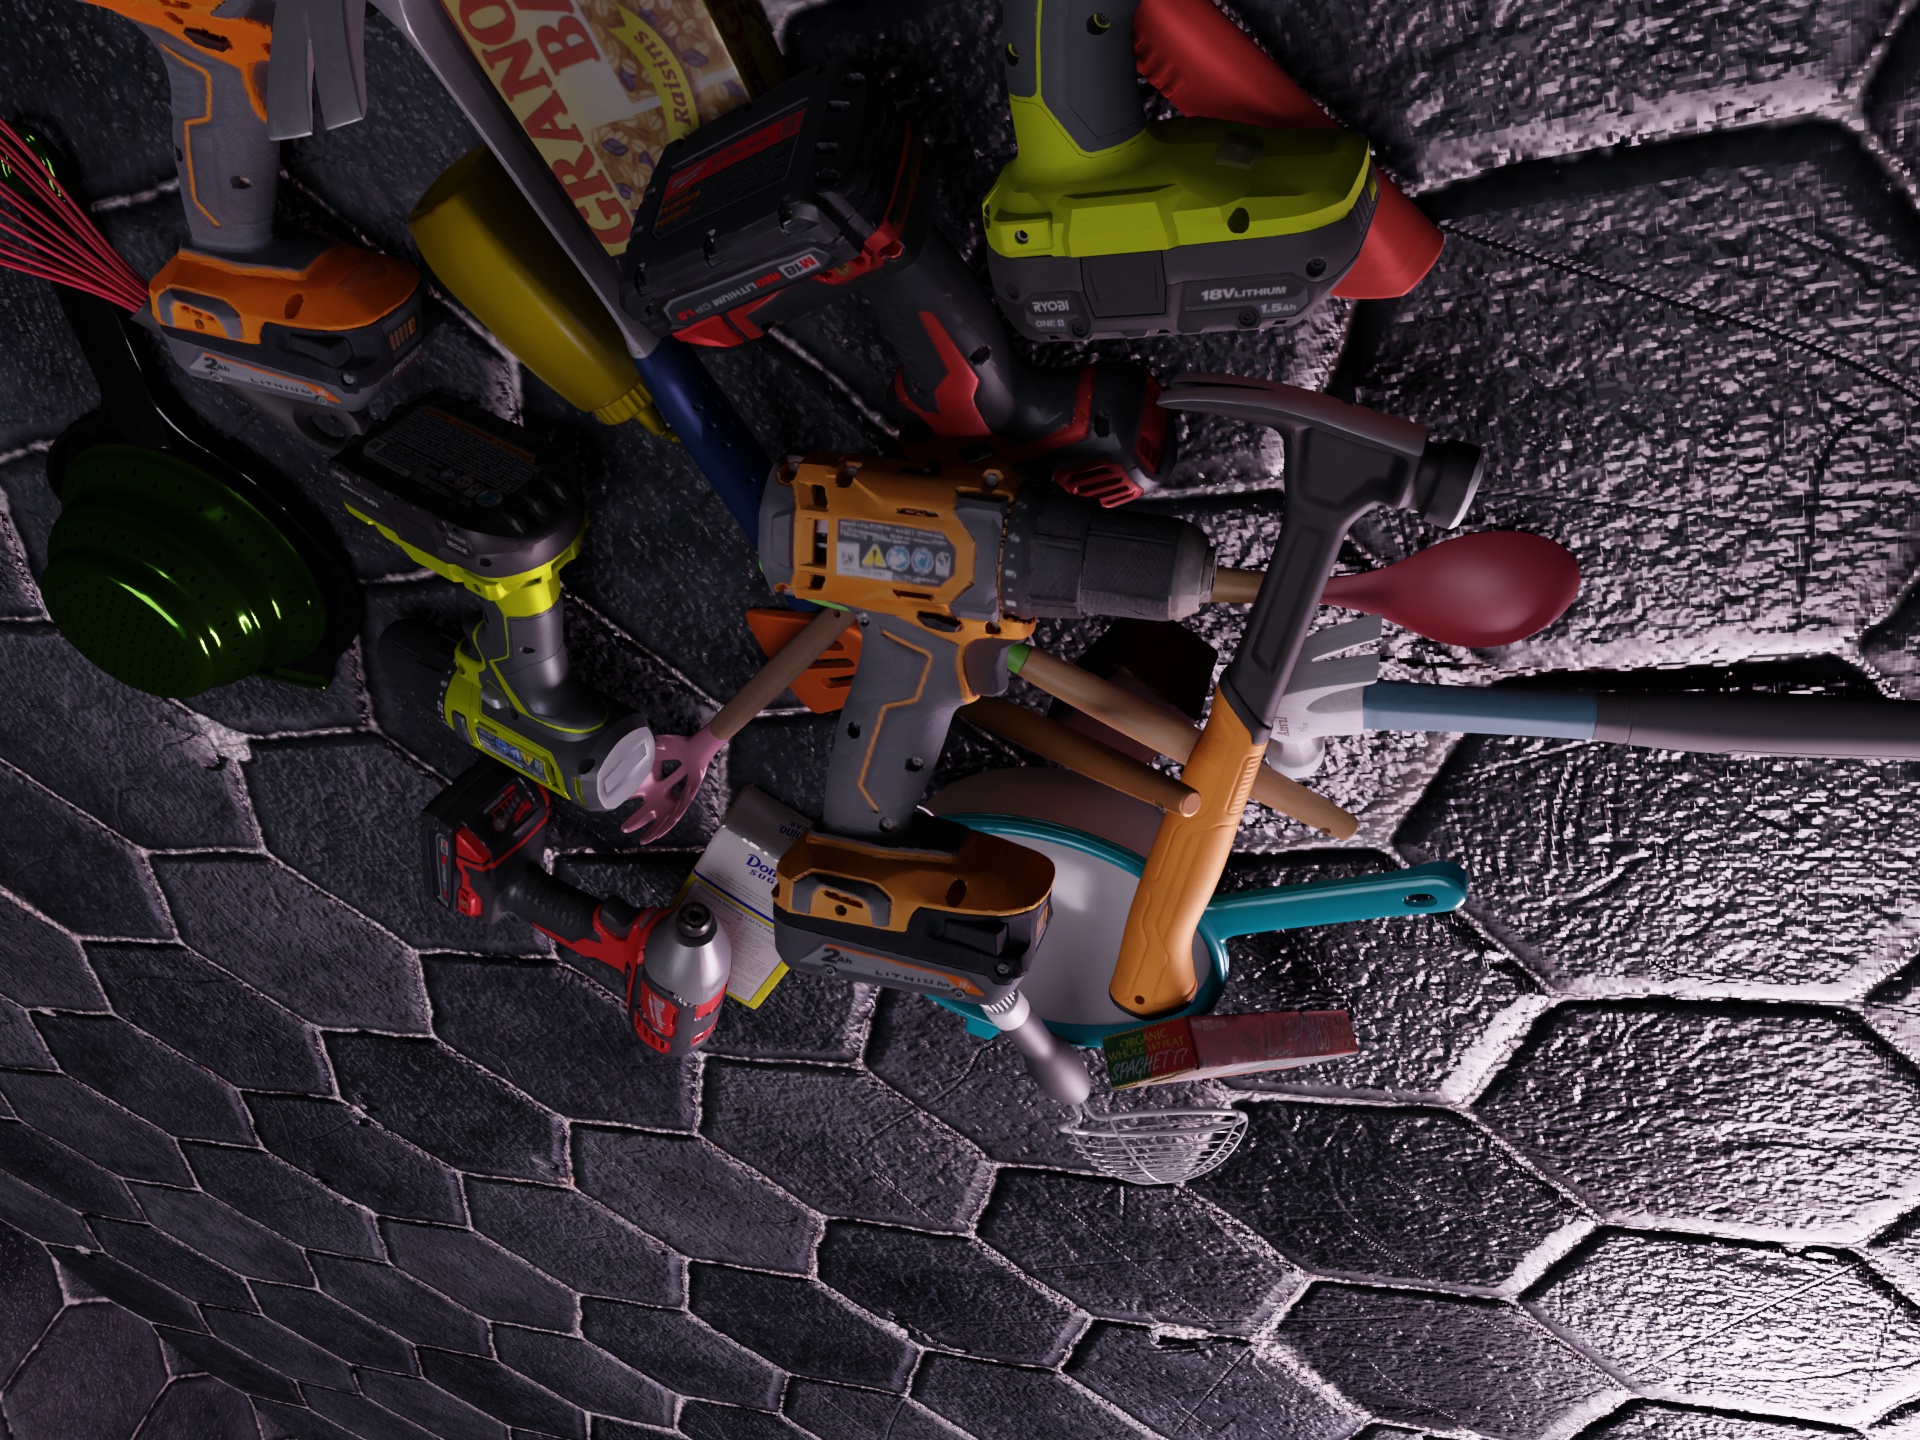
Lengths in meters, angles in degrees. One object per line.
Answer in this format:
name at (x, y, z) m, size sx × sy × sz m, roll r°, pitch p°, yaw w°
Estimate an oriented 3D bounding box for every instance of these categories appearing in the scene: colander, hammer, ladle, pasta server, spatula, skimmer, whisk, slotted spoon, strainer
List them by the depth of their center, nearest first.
hammer at (0.042, -0.282, 0.552) m, size 0.359 × 0.037 × 0.149 m, roll 38°, pitch 138°, yaw -15°
hammer at (-0.136, -0.161, 0.654) m, size 0.035 × 0.144 × 0.405 m, roll -4°, pitch 151°, yaw 18°
hammer at (0.114, 0.009, 0.716) m, size 0.127 × 0.034 × 0.336 m, roll 20°, pitch 127°, yaw 10°
hammer at (0.300, -0.001, 0.718) m, size 0.331 × 0.033 × 0.128 m, roll 3°, pitch 157°, yaw 17°
ladle at (0.124, -0.066, 0.754) m, size 0.315 × 0.031 × 0.069 m, roll 6°, pitch 139°, yaw 22°
slotted spoon at (0.052, -0.017, 0.756) m, size 0.313 × 0.031 × 0.070 m, roll 27°, pitch 156°, yaw -7°
whisk at (-0.425, -0.222, 0.792) m, size 0.073 × 0.073 × 0.295 m, roll -19°, pitch 137°, yaw 39°
spatula at (-0.001, -0.003, 0.796) m, size 0.323 × 0.041 × 0.081 m, roll 25°, pitch 152°, yaw 50°
whisk at (0.012, 0.138, 0.860) m, size 0.070 × 0.070 × 0.284 m, roll -5°, pitch 140°, yaw 29°
strainer at (0.106, 0.080, 0.868) m, size 0.340 × 0.095 × 0.210 m, roll -11°, pitch 132°, yaw 31°
pasta server at (-0.132, -0.002, 0.904) m, size 0.060 × 0.040 × 0.316 m, roll 59°, pitch 143°, yaw 4°
colander at (-0.480, -0.136, 0.906) m, size 0.204 × 0.095 × 0.396 m, roll 14°, pitch 139°, yaw 11°
skimmer at (0.050, 0.178, 1.047) m, size 0.127 × 0.090 × 0.363 m, roll -24°, pitch 111°, yaw 45°

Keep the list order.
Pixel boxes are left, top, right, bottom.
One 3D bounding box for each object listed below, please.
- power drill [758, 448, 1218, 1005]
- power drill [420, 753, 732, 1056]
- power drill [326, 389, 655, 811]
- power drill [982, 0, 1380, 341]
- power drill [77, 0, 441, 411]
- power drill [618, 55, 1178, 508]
power drill at (0.007, 0.003, 0.676) m, size 0.185 × 0.084 × 0.226 m, roll 8°, pitch 111°, yaw 12°
power drill at (-0.245, 0.120, 1.045) m, size 0.220 × 0.078 × 0.143 m, roll 33°, pitch 140°, yaw 10°
power drill at (-0.271, -0.064, 0.893) m, size 0.191 × 0.080 × 0.228 m, roll 26°, pitch 143°, yaw 20°
power drill at (0.062, -0.241, 0.503) m, size 0.171 × 0.080 × 0.223 m, roll 2°, pitch 131°, yaw 24°
power drill at (-0.304, -0.257, 0.709) m, size 0.164 × 0.084 × 0.226 m, roll 14°, pitch 135°, yaw 11°
power drill at (-0.038, -0.148, 0.674) m, size 0.188 × 0.080 × 0.226 m, roll -11°, pitch 147°, yaw 36°
